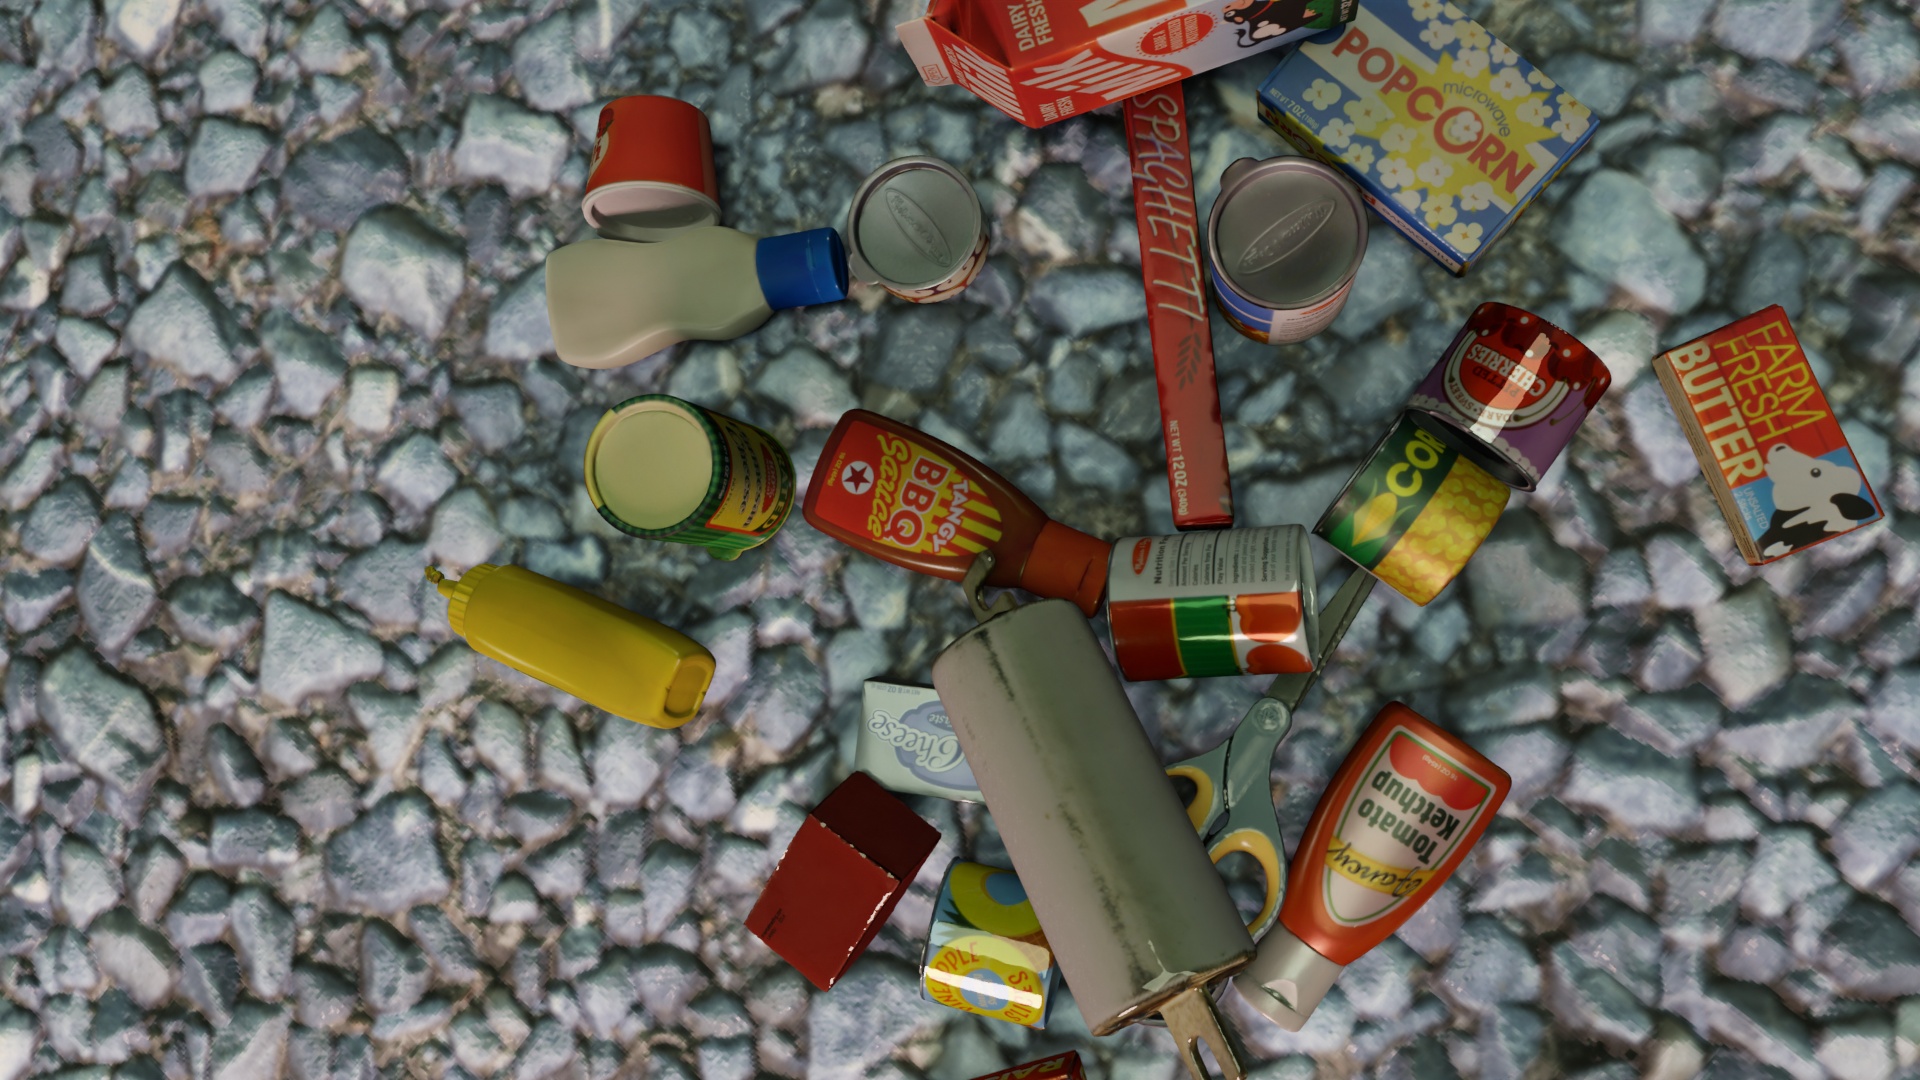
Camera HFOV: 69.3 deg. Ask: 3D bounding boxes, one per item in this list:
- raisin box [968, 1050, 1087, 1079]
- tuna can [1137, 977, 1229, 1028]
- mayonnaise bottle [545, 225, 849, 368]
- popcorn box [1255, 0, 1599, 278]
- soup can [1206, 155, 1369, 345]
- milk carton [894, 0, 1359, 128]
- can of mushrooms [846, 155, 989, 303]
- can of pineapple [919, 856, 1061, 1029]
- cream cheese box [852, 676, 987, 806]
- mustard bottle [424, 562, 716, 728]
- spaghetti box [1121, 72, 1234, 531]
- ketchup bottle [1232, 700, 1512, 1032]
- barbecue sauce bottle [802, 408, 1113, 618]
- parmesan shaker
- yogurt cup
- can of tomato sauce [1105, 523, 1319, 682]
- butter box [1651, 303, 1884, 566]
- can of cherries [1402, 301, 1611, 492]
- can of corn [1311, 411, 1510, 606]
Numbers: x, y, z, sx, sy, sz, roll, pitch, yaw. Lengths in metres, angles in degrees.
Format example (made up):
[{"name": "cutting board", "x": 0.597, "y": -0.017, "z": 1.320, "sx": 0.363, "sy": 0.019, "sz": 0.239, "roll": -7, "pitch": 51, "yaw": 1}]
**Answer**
[{"name": "raisin box", "x": 0.031, "y": 0.311, "z": 0.640, "sx": 0.086, "sy": 0.040, "sz": 0.123, "roll": -19, "pitch": 83, "yaw": 10}, {"name": "tuna can", "x": 0.093, "y": 0.184, "z": 0.639, "sx": 0.071, "sy": 0.033, "sz": 0.071, "roll": -1, "pitch": 87, "yaw": 11}, {"name": "mayonnaise bottle", "x": -0.132, "y": -0.127, "z": 0.697, "sx": 0.148, "sy": 0.041, "sz": 0.065, "roll": -8, "pitch": 87, "yaw": 9}, {"name": "popcorn box", "x": 0.211, "y": -0.194, "z": 0.636, "sx": 0.127, "sy": 0.038, "sz": 0.085, "roll": 43, "pitch": 96, "yaw": 10}, {"name": "soup can", "x": 0.143, "y": -0.129, "z": 0.622, "sx": 0.071, "sy": 0.084, "sz": 0.071, "roll": -1, "pitch": 87, "yaw": 11}, {"name": "milk carton", "x": 0.069, "y": -0.239, "z": 0.598, "sx": 0.190, "sy": 0.072, "sz": 0.073, "roll": -16, "pitch": 83, "yaw": 9}, {"name": "can of mushrooms", "x": -0.022, "y": -0.150, "z": 0.680, "sx": 0.071, "sy": 0.033, "sz": 0.071, "roll": 0, "pitch": 87, "yaw": 10}, {"name": "can of pineapple", "x": 0.017, "y": 0.185, "z": 0.635, "sx": 0.058, "sy": 0.071, "sz": 0.071, "roll": 11, "pitch": 89, "yaw": 11}, {"name": "cream cheese box", "x": 0.003, "y": 0.098, "z": 0.666, "sx": 0.104, "sy": 0.024, "sz": 0.053, "roll": 6, "pitch": 89, "yaw": 11}, {"name": "mustard bottle", "x": -0.202, "y": 0.046, "z": 0.691, "sx": 0.160, "sy": 0.065, "sz": 0.049, "roll": 20, "pitch": 86, "yaw": 17}, {"name": "spaghetti box", "x": 0.099, "y": -0.129, "z": 0.647, "sx": 0.029, "sy": 0.050, "sz": 0.250, "roll": -7, "pitch": 85, "yaw": 10}, {"name": "ketchup bottle", "x": 0.177, "y": 0.148, "z": 0.619, "sx": 0.065, "sy": 0.043, "sz": 0.148, "roll": 34, "pitch": 94, "yaw": 11}, {"name": "barbecue sauce bottle", "x": 0.002, "y": -0.008, "z": 0.662, "sx": 0.149, "sy": 0.043, "sz": 0.065, "roll": 24, "pitch": 90, "yaw": 11}, {"name": "parmesan shaker", "x": -0.125, "y": -0.027, "z": 0.658, "sx": 0.071, "sy": 0.103, "sz": 0.071, "roll": -1, "pitch": 87, "yaw": 11}, {"name": "yogurt cup", "x": -0.153, "y": -0.186, "z": 0.694, "sx": 0.072, "sy": 0.072, "sz": 0.054, "roll": -4, "pitch": 78, "yaw": 11}, {"name": "can of tomato sauce", "x": 0.114, "y": 0.030, "z": 0.619, "sx": 0.083, "sy": 0.071, "sz": 0.071, "roll": -5, "pitch": 86, "yaw": 20}, {"name": "butter box", "x": 0.351, "y": -0.046, "z": 0.607, "sx": 0.053, "sy": 0.024, "sz": 0.103, "roll": -23, "pitch": 83, "yaw": 10}, {"name": "can of cherries", "x": 0.238, "y": -0.063, "z": 0.606, "sx": 0.071, "sy": 0.071, "sz": 0.058, "roll": 36, "pitch": 94, "yaw": 11}, {"name": "can of corn", "x": 0.199, "y": -0.015, "z": 0.611, "sx": 0.058, "sy": 0.071, "sz": 0.071, "roll": 36, "pitch": 94, "yaw": 10}]
